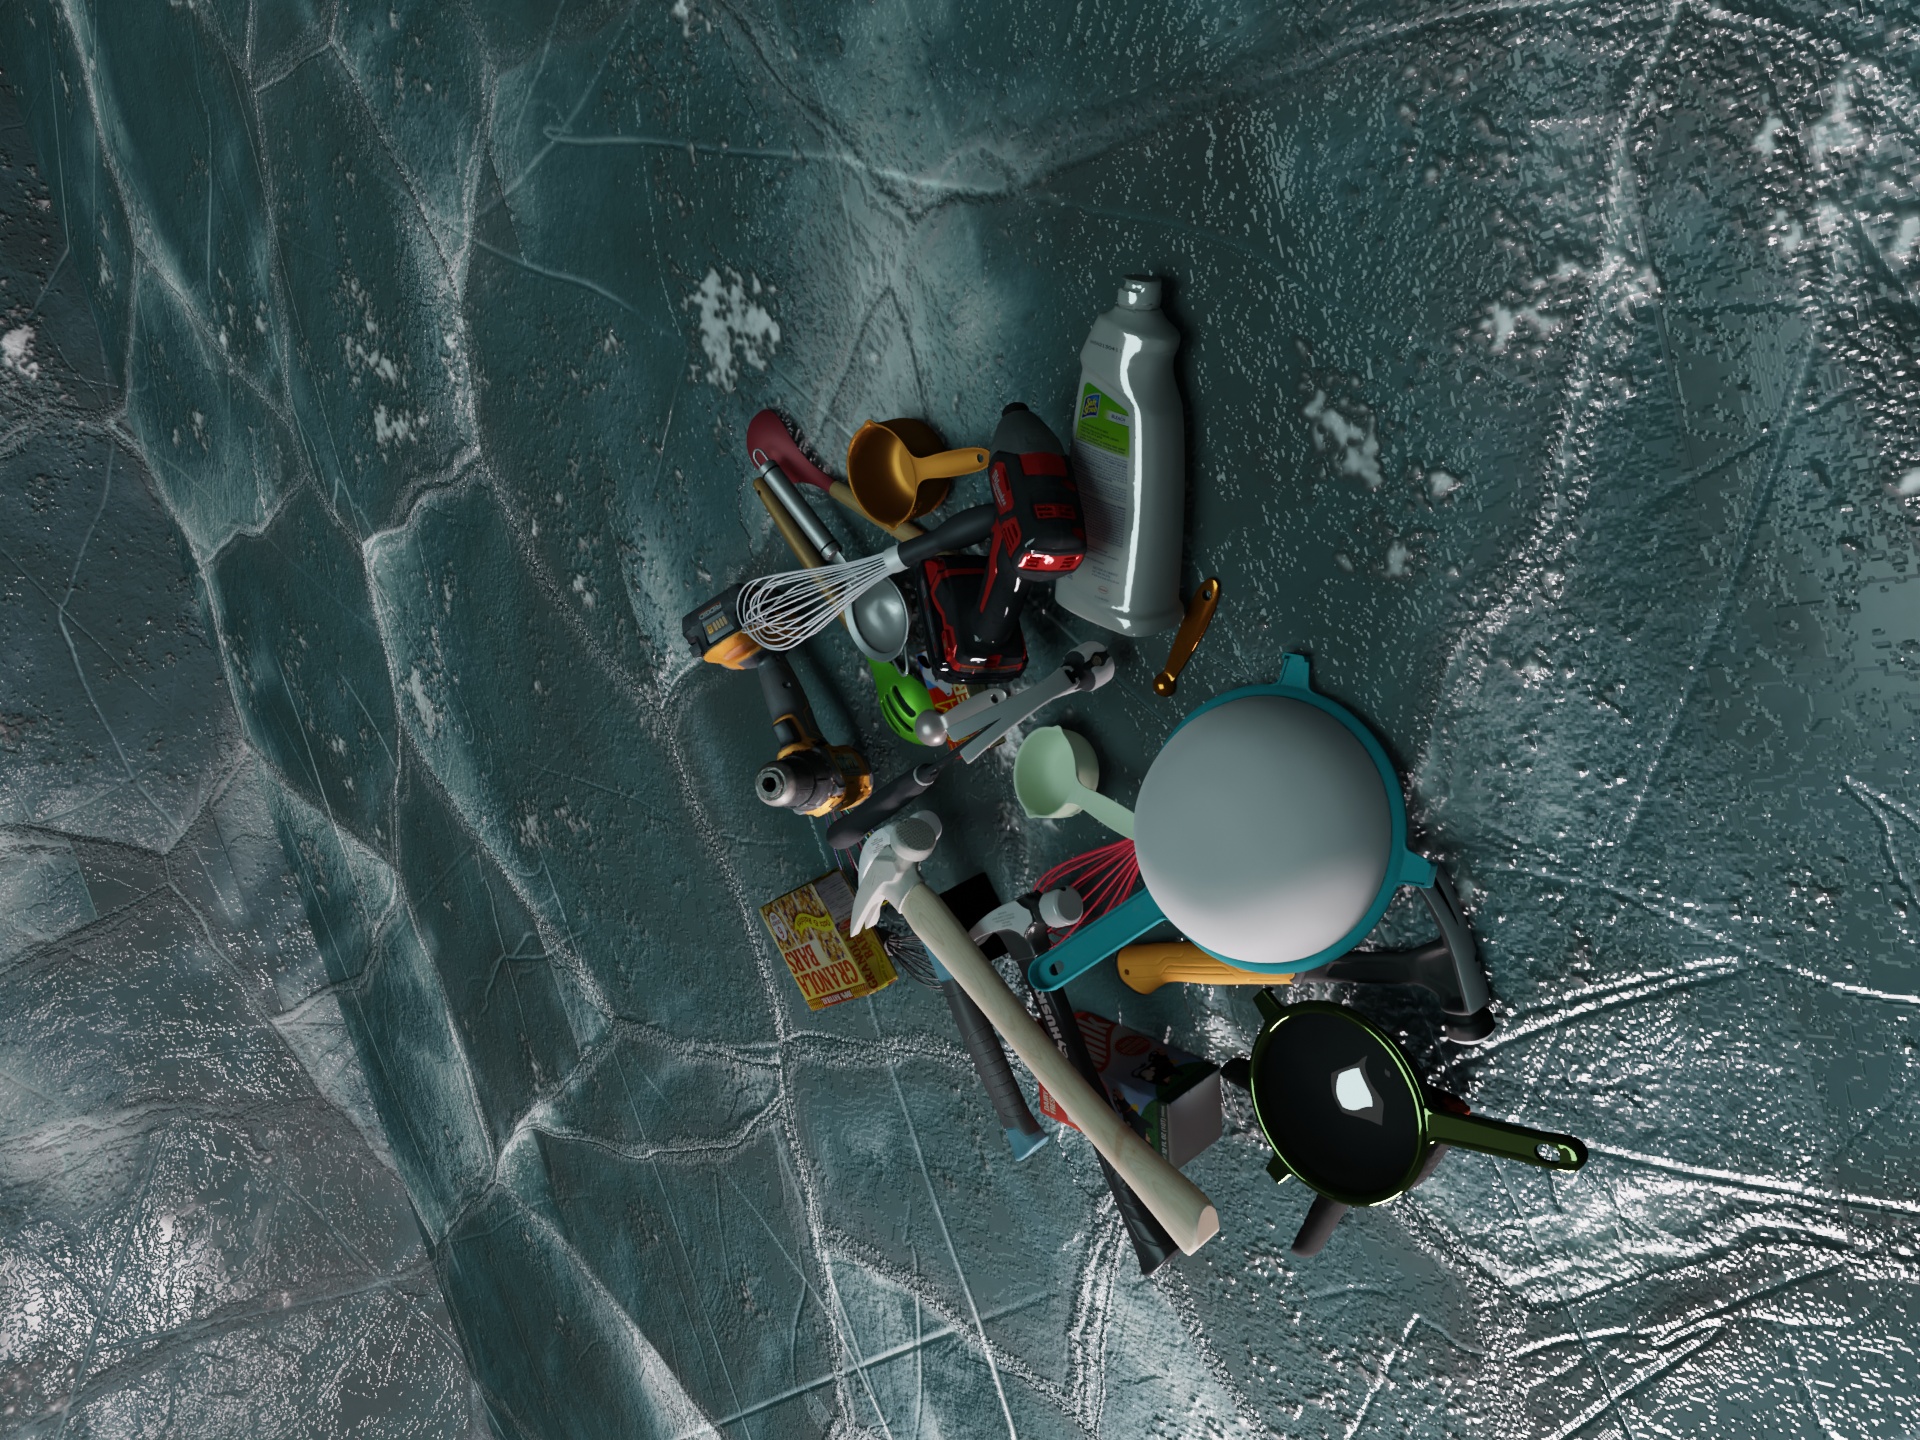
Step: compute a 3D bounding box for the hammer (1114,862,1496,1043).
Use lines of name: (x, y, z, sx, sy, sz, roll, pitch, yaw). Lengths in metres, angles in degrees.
hammer: (0.245, 0.182, 1.231, 0.337, 0.034, 0.127, -11, 100, 49)

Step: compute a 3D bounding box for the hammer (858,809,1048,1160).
hammer: (-0.002, 0.247, 1.452, 0.128, 0.033, 0.331, -25, 89, 50)

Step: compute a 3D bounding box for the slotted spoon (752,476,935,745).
slotted spoon: (-0.112, -0.105, 1.495, 0.314, 0.031, 0.070, 56, 139, 14)

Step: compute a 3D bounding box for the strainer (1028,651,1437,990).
strainer: (0.156, 0.112, 1.157, 0.340, 0.095, 0.211, -38, 66, 28)

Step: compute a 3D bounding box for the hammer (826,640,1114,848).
hammer: (-0.026, 0.045, 1.368, 0.036, 0.149, 0.409, 58, 146, 3)

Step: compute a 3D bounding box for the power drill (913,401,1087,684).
power drill: (0.032, -0.134, 1.230, 0.219, 0.078, 0.143, 118, 146, -56)

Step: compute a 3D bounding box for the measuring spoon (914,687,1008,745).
measuring spoon: (-0.002, -0.004, 1.388, 0.124, 0.018, 0.034, -25, 88, 48)

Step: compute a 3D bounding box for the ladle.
ladle: (-0.095, -0.198, 1.434, 0.316, 0.031, 0.069, 34, 134, 30)

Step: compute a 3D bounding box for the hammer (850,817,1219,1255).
hammer: (0.055, 0.271, 1.313, 0.411, 0.038, 0.146, 48, 136, 21)

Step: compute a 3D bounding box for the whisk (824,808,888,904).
whisk: (-0.135, 0.077, 1.595, 0.245, 0.051, 0.047, 61, 145, 12)

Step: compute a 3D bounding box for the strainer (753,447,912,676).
strainer: (-0.110, -0.149, 1.443, 0.258, 0.050, 0.087, 52, 135, 9)

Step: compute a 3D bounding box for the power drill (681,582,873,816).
power drill: (-0.176, -0.014, 1.492, 0.084, 0.185, 0.226, -30, 82, 16)

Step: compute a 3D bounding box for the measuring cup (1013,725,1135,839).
measuring cup: (0.109, 0.061, 1.296, 0.168, 0.038, 0.083, 32, 109, 46)

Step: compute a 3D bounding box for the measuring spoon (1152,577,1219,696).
measuring spoon: (0.171, -0.062, 1.215, 0.021, 0.011, 0.116, 44, 135, 25)

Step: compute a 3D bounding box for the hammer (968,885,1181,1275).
hammer: (0.102, 0.306, 1.332, 0.146, 0.035, 0.335, -23, 89, 49)

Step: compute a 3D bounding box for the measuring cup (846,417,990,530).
measuring cup: (-0.021, -0.214, 1.325, 0.174, 0.052, 0.095, 0, 107, 46)

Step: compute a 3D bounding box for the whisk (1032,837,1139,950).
whisk: (0.140, 0.107, 1.296, 0.073, 0.073, 0.295, 54, 133, 15)

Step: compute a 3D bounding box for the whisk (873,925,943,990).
whisk: (-0.071, 0.224, 1.591, 0.239, 0.055, 0.055, 11, 116, 49)

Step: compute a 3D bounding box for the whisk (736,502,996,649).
whisk: (-0.081, -0.130, 1.375, 0.284, 0.070, 0.070, -21, 92, 28)

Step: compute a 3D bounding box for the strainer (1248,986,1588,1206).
strainer: (0.325, 0.271, 1.119, 0.256, 0.069, 0.151, 2, 100, 46)
